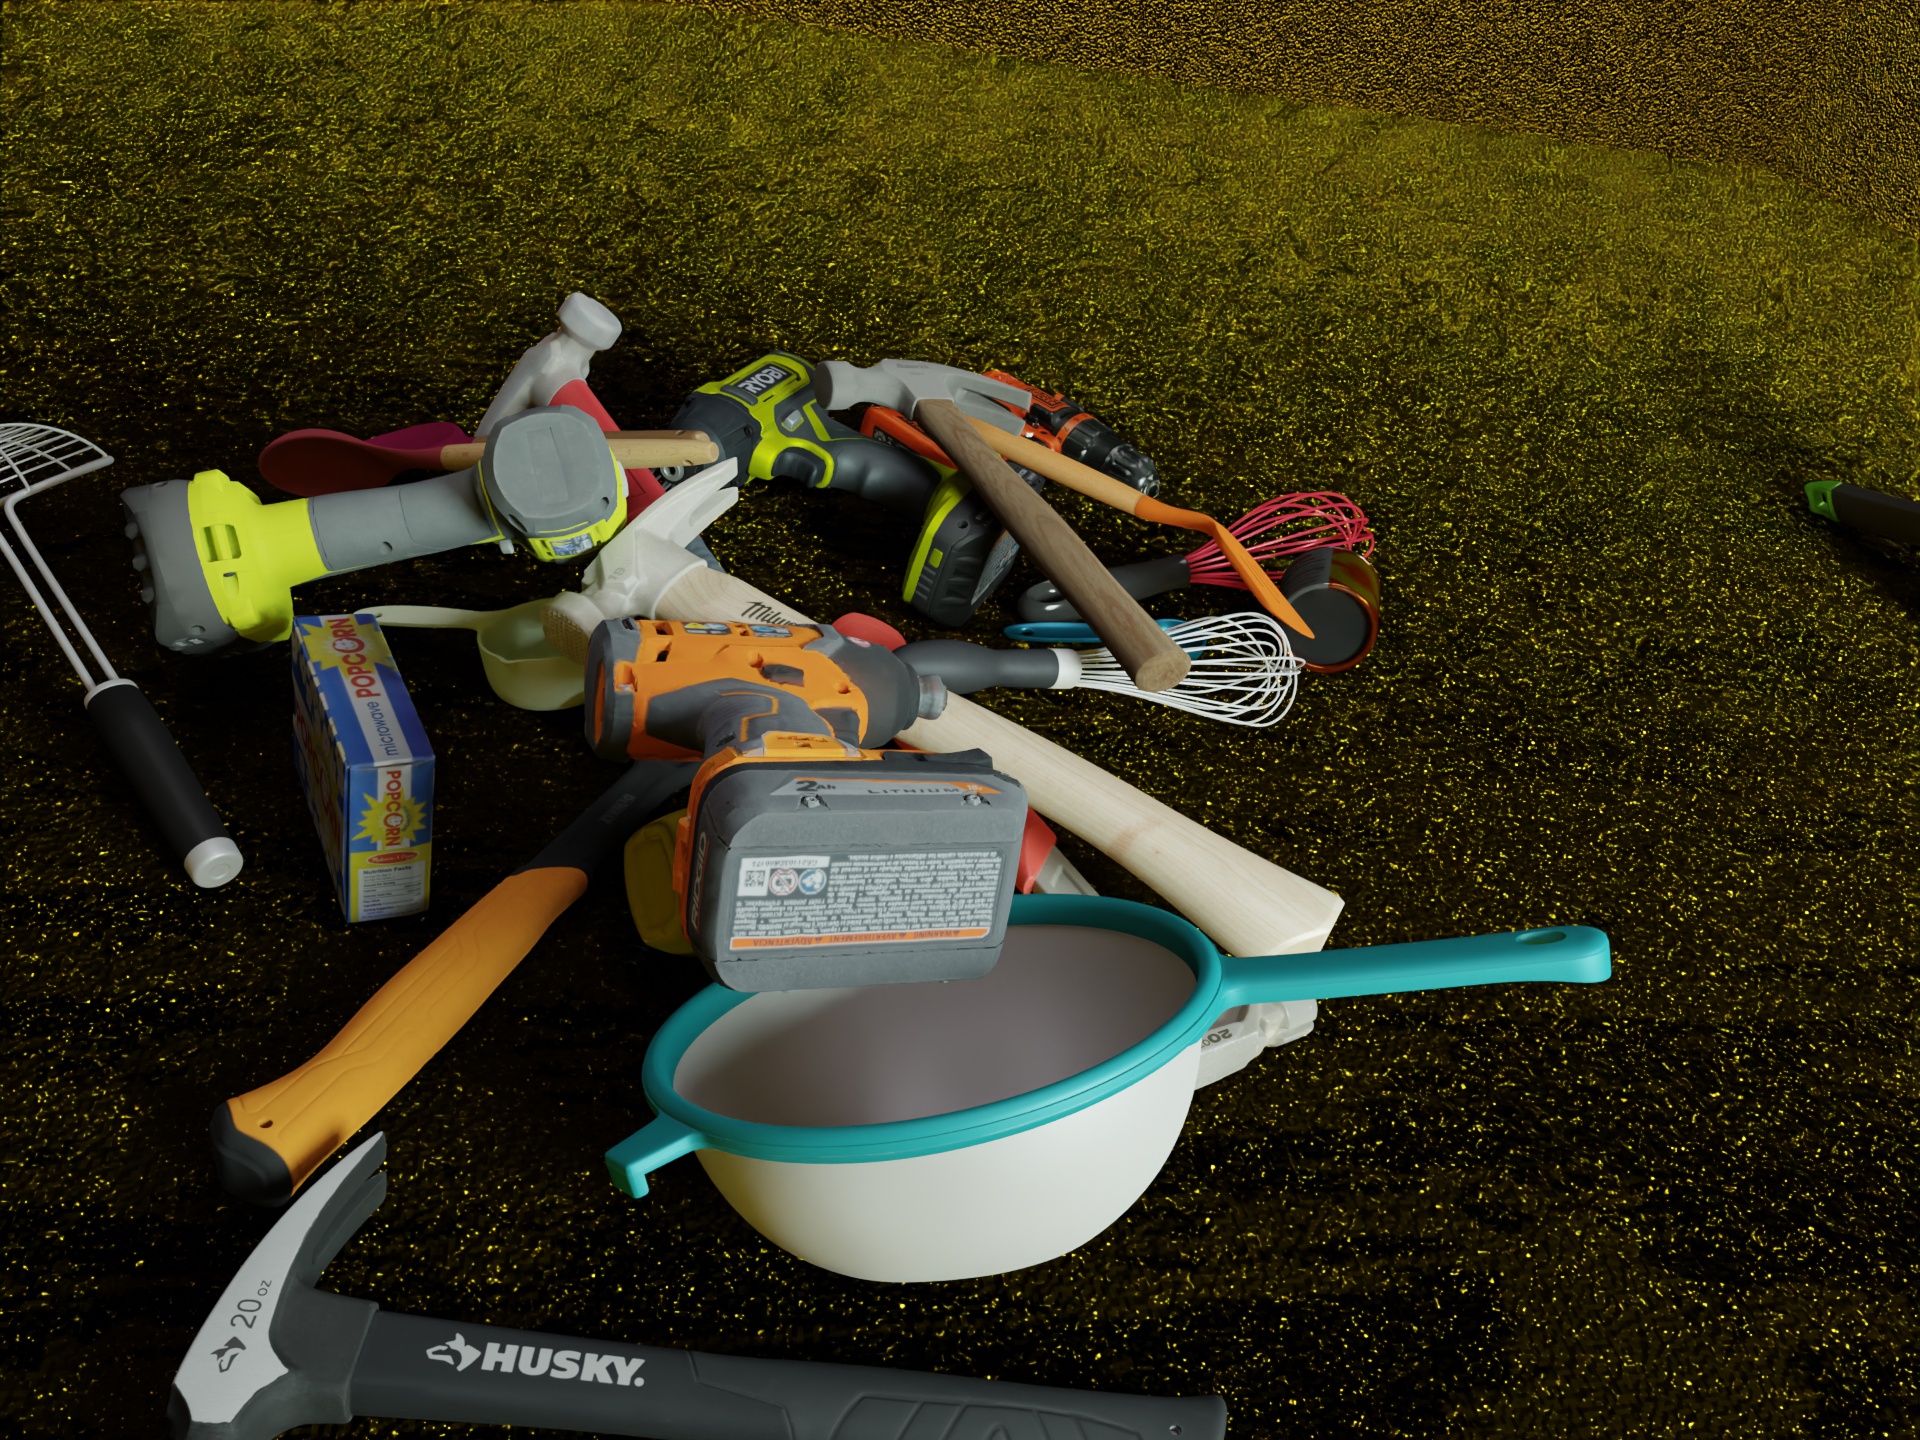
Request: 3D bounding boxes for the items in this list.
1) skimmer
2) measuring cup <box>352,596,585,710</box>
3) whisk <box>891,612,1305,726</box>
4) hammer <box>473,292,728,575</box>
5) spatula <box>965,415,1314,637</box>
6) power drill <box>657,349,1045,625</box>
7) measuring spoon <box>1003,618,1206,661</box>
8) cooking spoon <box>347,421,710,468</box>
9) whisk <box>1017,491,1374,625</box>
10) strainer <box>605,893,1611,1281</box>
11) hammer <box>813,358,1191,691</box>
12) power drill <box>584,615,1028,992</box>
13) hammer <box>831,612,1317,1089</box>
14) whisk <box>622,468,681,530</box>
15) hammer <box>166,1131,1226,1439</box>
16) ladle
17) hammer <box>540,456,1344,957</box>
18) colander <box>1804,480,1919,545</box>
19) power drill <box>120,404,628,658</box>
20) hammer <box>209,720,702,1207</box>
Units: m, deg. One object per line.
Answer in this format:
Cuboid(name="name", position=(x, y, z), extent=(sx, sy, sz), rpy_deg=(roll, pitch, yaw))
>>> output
Cuboid(name="skimmer", position=(-0.437, -0.034, 0.794), extent=(0.127, 0.090, 0.364), rpy_deg=(-32, 61, -25))
Cuboid(name="measuring cup", position=(-0.259, -0.039, 0.868), extent=(0.167, 0.038, 0.083), rpy_deg=(6, 31, 20))
Cuboid(name="whisk", position=(0.084, -0.028, 0.906), extent=(0.284, 0.070, 0.070), rpy_deg=(-1, 34, -30))
Cuboid(name="hammer", position=(-0.176, -0.088, 0.924), extent=(0.038, 0.143, 0.387), rpy_deg=(14, 31, -53))
Cuboid(name="spatula", position=(0.095, -0.142, 1.046), extent=(0.323, 0.041, 0.081), rpy_deg=(30, 7, 29))
Cuboid(name="power drill", position=(-0.073, -0.154, 1.026), extent=(0.223, 0.080, 0.171), rpy_deg=(27, 35, 8))
Cuboid(name="measuring spoon", position=(0.091, -0.047, 1.009), extent=(0.128, 0.021, 0.042), rpy_deg=(2, 34, 1))
Cuboid(name="cooking spoon", position=(-0.274, -0.165, 0.964), extent=(0.319, 0.017, 0.069), rpy_deg=(5, 35, 34))
Cuboid(name="whisk", position=(0.166, -0.106, 1.084), extent=(0.295, 0.073, 0.073), rpy_deg=(-15, 41, -26))
Cuboid(name="strainer", position=(0.059, 0.134, 0.575), extent=(0.340, 0.095, 0.211), rpy_deg=(-7, 12, 9))
Cuboid(name="hammer", position=(0.036, -0.127, 0.947), extent=(0.130, 0.031, 0.332), rpy_deg=(-8, 43, -30))
Cuboid(name="power drill", position=(-0.055, 0.018, 0.644), extent=(0.164, 0.084, 0.227), rpy_deg=(0, 22, -23))
Cuboid(name="hammer", position=(0.013, 0.053, 0.807), extent=(0.149, 0.036, 0.359), rpy_deg=(-10, 39, -31))
Cuboid(name="whisk", position=(-0.190, -0.179, 1.091), extent=(0.055, 0.055, 0.239), rpy_deg=(16, 28, 6))
Cuboid(name="hammer", position=(-0.075, 0.219, 0.524), extent=(0.334, 0.035, 0.146), rpy_deg=(8, 33, -6))
Cuboid(name="ladle", position=(-0.277, -0.152, 0.920), extent=(0.315, 0.069, 0.031), rpy_deg=(3, 72, 24))
Cuboid(name="hammer", position=(-0.001, -0.003, 0.785), extent=(0.411, 0.038, 0.146), rpy_deg=(28, 53, 16))
Cuboid(name="colander", position=(0.799, -0.123, 1.277), extent=(0.094, 0.204, 0.397), rpy_deg=(-31, 24, -2))
Cuboid(name="power drill", position=(-0.285, -0.096, 0.822), extent=(0.228, 0.080, 0.190), rpy_deg=(-14, 0, -10))
Cuboid(name="hammer", position=(-0.186, 0.087, 0.692), extent=(0.127, 0.034, 0.337), rpy_deg=(19, 33, 13))
